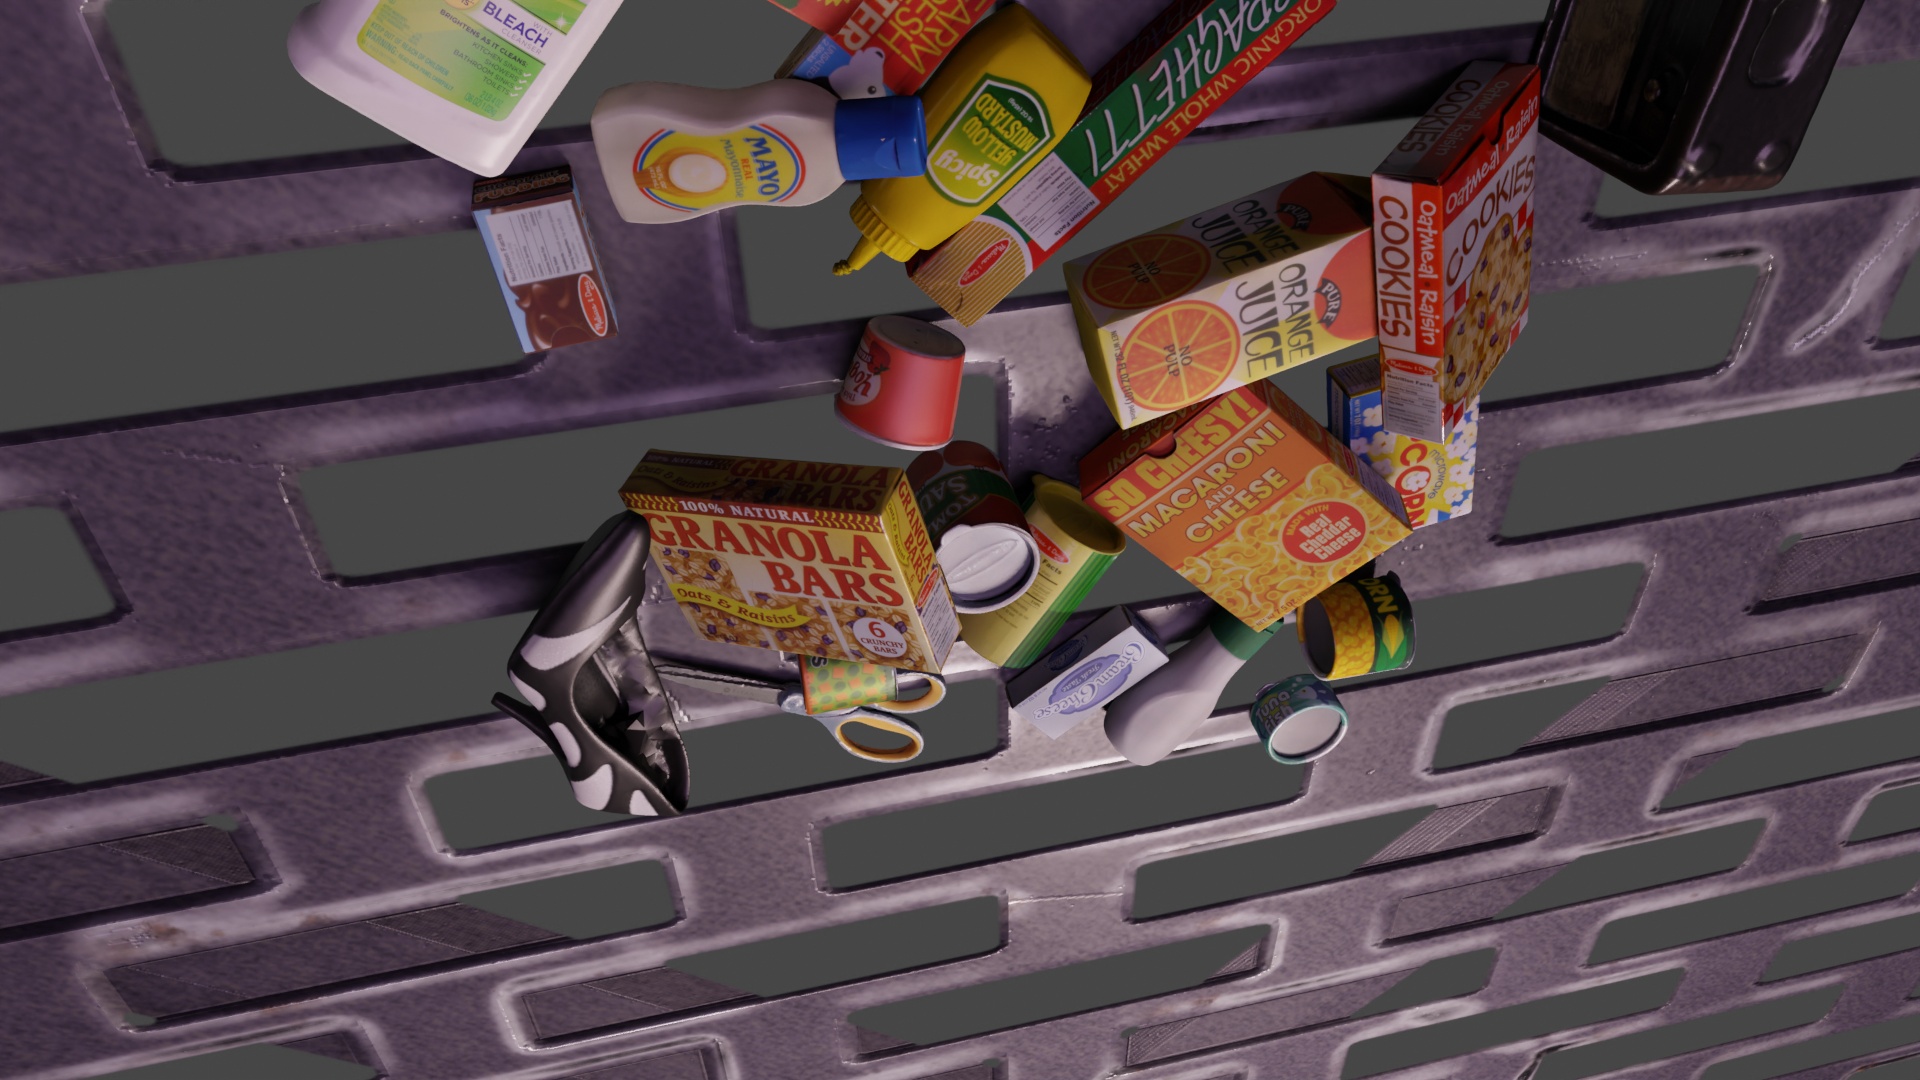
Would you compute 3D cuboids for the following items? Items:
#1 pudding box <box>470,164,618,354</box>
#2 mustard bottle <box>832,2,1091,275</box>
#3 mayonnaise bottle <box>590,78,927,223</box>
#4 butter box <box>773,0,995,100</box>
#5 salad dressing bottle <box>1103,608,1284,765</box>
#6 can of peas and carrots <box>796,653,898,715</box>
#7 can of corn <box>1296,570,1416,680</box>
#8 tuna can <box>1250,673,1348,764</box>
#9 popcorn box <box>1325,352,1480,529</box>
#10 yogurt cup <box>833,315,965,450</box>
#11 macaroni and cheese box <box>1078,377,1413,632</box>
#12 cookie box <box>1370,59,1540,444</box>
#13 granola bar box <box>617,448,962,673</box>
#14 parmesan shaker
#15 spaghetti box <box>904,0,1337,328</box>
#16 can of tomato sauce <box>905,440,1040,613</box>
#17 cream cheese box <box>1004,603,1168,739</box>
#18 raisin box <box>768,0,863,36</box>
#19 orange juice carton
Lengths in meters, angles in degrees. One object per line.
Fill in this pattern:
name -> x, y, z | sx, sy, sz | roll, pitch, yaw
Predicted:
pudding box -> -0.203, -0.137, 0.681 | 0.050, 0.030, 0.083 | -14, 131, -7
mustard bottle -> -0.008, -0.185, 0.686 | 0.065, 0.049, 0.159 | 33, 114, -31
mayonnaise bottle -> -0.091, -0.183, 0.644 | 0.148, 0.041, 0.064 | -2, 136, 7
butter box -> -0.035, -0.238, 0.651 | 0.053, 0.024, 0.103 | 32, 114, -34
salad dressing bottle -> 0.163, 0.095, 0.972 | 0.064, 0.044, 0.147 | 24, 117, -36
can of peas and carrots -> -0.073, 0.071, 0.867 | 0.059, 0.071, 0.070 | -9, 130, -8
can of corn -> 0.272, 0.058, 0.959 | 0.058, 0.071, 0.070 | -8, 130, -9
tuna can -> 0.251, 0.133, 1.036 | 0.071, 0.033, 0.070 | -9, 131, -10
popcorn box -> 0.279, -0.062, 0.879 | 0.085, 0.038, 0.126 | -17, 131, -3
yogurt cup -> -0.030, -0.087, 0.752 | 0.072, 0.073, 0.053 | 7, 118, -21
macaroni and cheese box -> 0.174, -0.026, 0.848 | 0.166, 0.040, 0.123 | 34, 124, -26
cookie box -> 0.271, -0.155, 0.755 | 0.123, 0.040, 0.166 | -47, 139, -30
granola bar box -> -0.093, 0.010, 0.772 | 0.165, 0.039, 0.123 | 6, 136, 25
parmesan shaker -> 0.045, 0.020, 0.863 | 0.071, 0.071, 0.102 | 19, 122, -29
spaghetti box -> 0.078, -0.208, 0.706 | 0.249, 0.029, 0.050 | -39, 128, 17
can of tomato sauce -> 0.003, -0.010, 0.811 | 0.071, 0.083, 0.070 | -8, 130, -10
cream cheese box -> 0.088, 0.091, 0.959 | 0.103, 0.024, 0.053 | -37, 130, 15
raisin box -> -0.049, -0.281, 0.577 | 0.123, 0.040, 0.086 | -46, 161, 21
orange juice carton -> 0.161, -0.138, 0.758 | 0.193, 0.073, 0.071 | -20, 131, 0
